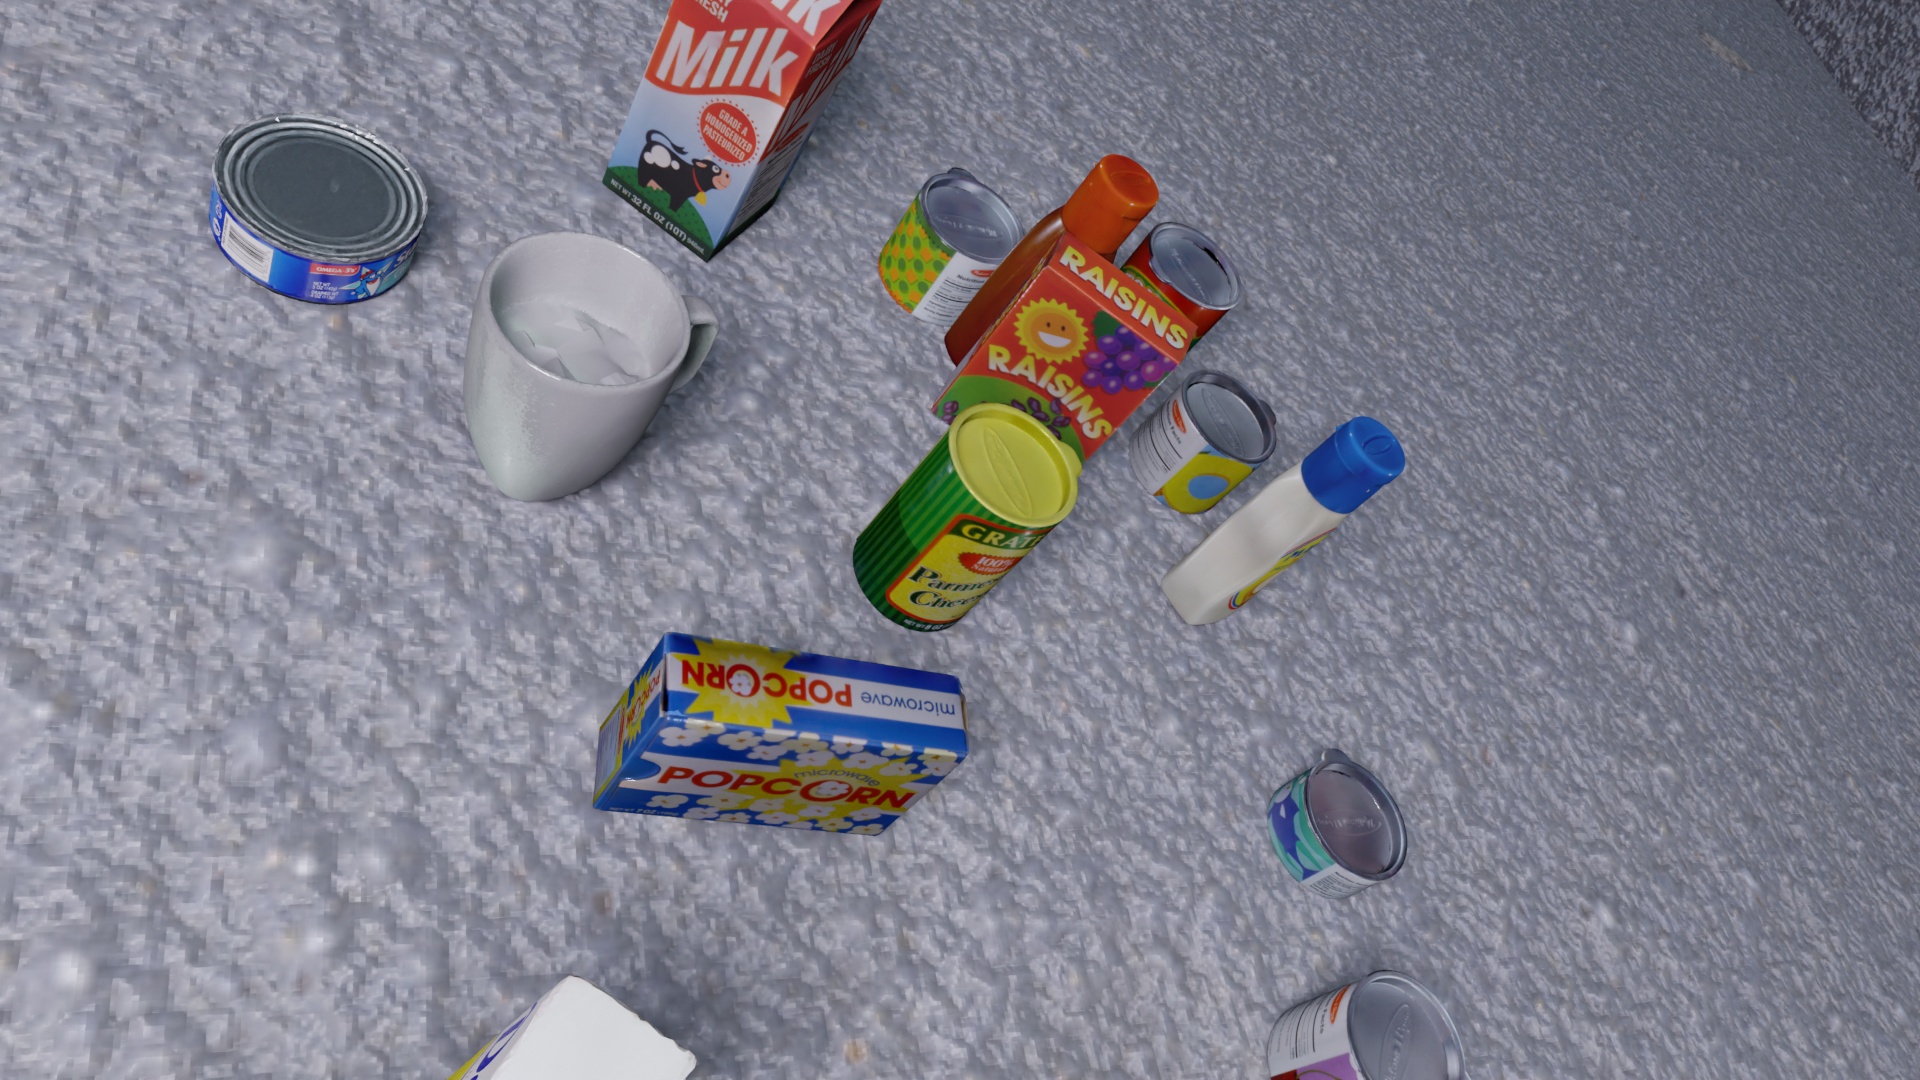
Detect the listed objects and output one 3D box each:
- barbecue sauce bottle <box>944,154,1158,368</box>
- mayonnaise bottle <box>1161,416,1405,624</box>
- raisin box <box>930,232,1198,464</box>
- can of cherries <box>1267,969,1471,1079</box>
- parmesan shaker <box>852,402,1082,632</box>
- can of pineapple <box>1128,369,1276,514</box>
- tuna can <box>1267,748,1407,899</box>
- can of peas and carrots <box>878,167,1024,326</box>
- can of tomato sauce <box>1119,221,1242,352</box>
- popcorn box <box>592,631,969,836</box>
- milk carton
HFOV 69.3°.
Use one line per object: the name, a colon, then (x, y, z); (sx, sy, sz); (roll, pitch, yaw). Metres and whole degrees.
barbecue sauce bottle: (0.051, -0.145, 0.754); (0.065, 0.147, 0.044); (-11, 66, -39)
mayonnaise bottle: (0.170, -0.009, 0.734); (0.065, 0.147, 0.041); (-21, 72, -41)
raisin box: (0.052, -0.090, 0.733); (0.086, 0.122, 0.040); (35, 46, -7)
can of cherries: (0.184, 0.237, 0.625); (0.071, 0.058, 0.072); (18, 50, -22)
parmesan shaker: (0.002, -0.008, 0.653); (0.071, 0.102, 0.071); (18, 50, -22)
can of pineapple: (0.142, -0.057, 0.814); (0.071, 0.057, 0.071); (18, 50, -22)
tuna can: (0.193, 0.146, 0.716); (0.071, 0.032, 0.071); (18, 50, -22)
can of peas and carrots: (-0.007, -0.168, 0.795); (0.071, 0.058, 0.071); (18, 50, -22)
can of tomato sauce: (0.117, -0.139, 0.840); (0.071, 0.082, 0.071); (18, 50, -22)
popcorn box: (-0.071, 0.080, 0.552); (0.127, 0.084, 0.038); (12, 53, -27)
milk carton: (-0.104, -0.237, 0.690); (0.072, 0.189, 0.074); (38, 45, -4)
